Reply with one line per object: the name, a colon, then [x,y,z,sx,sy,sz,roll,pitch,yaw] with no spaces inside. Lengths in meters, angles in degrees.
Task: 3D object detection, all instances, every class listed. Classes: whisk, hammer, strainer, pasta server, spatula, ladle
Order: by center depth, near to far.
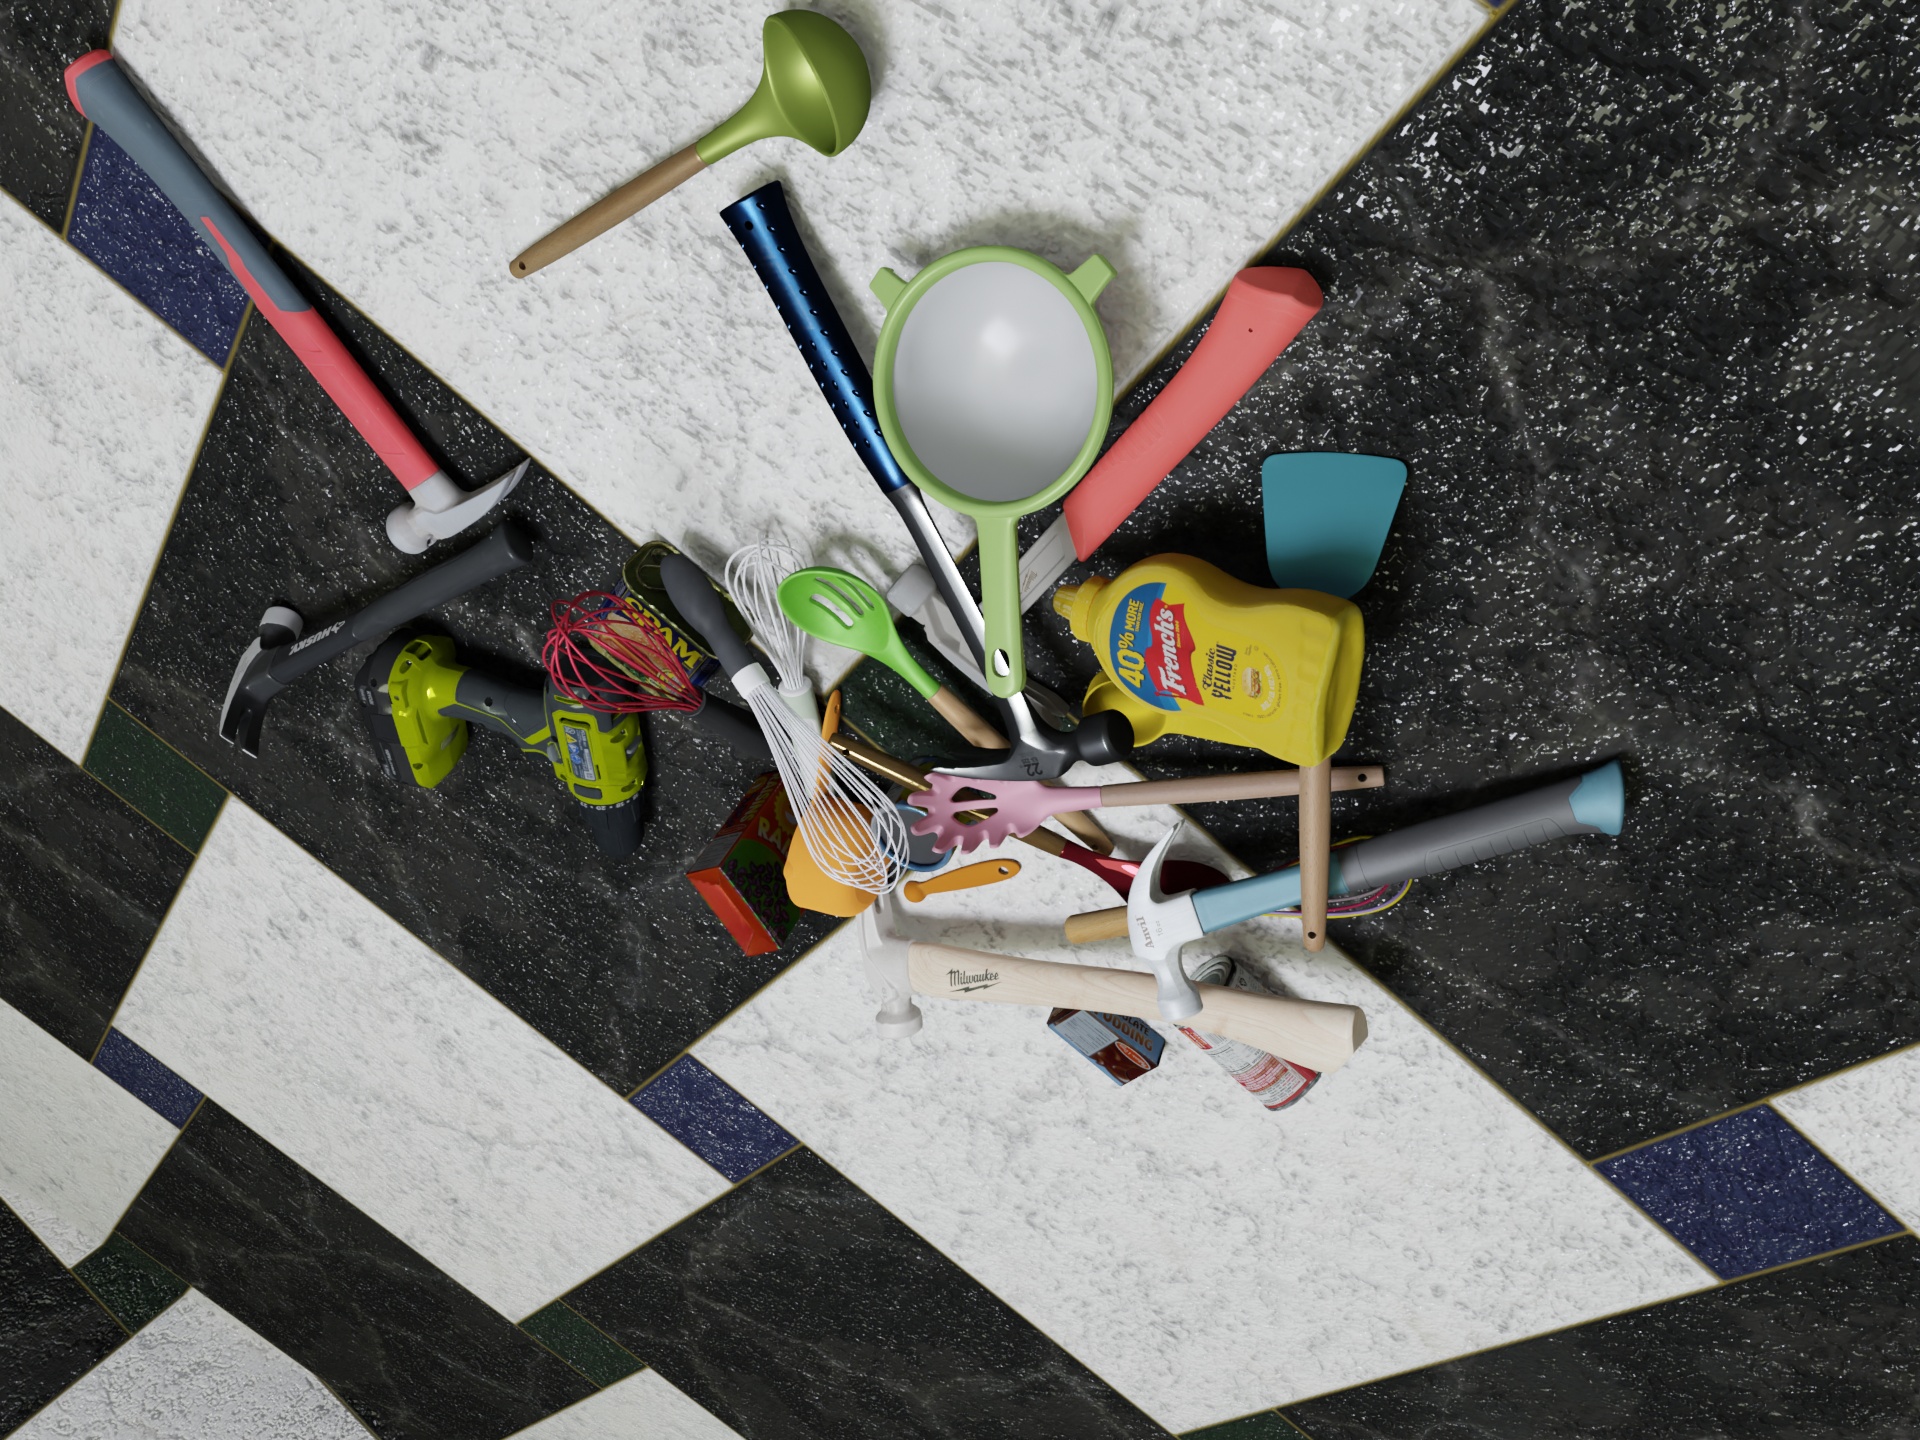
strainer: [0.032,-0.144,0.928,0.151,0.069,0.256,5,107,28]
ladle: [-0.175,-0.320,0.935,0.320,0.062,0.078,-14,112,38]
spatula: [0.218,-0.001,0.959,0.082,0.044,0.317,6,117,22]
hammer: [0.097,-0.131,0.964,0.149,0.037,0.359,38,134,-6]
hammer: [-0.037,-0.135,0.992,0.144,0.035,0.405,-15,110,39]
hammer: [0.260,0.094,1.021,0.331,0.033,0.128,-20,90,24]
pasta server: [0.121,0.050,1.065,0.316,0.040,0.060,-5,93,17]
whisk: [-0.127,-0.001,1.092,0.285,0.070,0.070,55,135,11]
whisk: [0.188,0.121,1.096,0.245,0.051,0.047,-13,95,21]
whisk: [-0.195,-0.018,1.098,0.073,0.073,0.295,6,167,23]
hammer: [-0.466,-0.296,1.116,0.143,0.038,0.386,-20,116,36]
ladle: [0.050,0.078,1.135,0.315,0.031,0.069,25,127,-3]
whisk: [-0.121,-0.031,1.155,0.058,0.059,0.246,-10,130,0]
hammer: [0.094,0.188,1.166,0.411,0.038,0.146,2,108,35]
hammer: [-0.460,-0.077,1.247,0.335,0.146,0.035,-20,136,29]

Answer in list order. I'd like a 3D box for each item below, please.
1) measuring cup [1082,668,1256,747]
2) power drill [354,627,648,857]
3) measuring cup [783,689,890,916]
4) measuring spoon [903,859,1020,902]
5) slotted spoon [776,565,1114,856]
measuring cup: [0.159,-0.005,1.051,0.156,0.029,0.062,9,131,5]
power drill: [-0.362,0.018,1.297,0.228,0.080,0.190,12,131,15]
measuring cup: [-0.083,0.065,1.186,0.052,0.095,0.173,15,110,21]
measuring spoon: [-0.001,0.127,1.244,0.117,0.011,0.021,-18,117,37]
slotted spoon: [-0.002,-0.004,1.113,0.313,0.031,0.070,42,133,-18]
